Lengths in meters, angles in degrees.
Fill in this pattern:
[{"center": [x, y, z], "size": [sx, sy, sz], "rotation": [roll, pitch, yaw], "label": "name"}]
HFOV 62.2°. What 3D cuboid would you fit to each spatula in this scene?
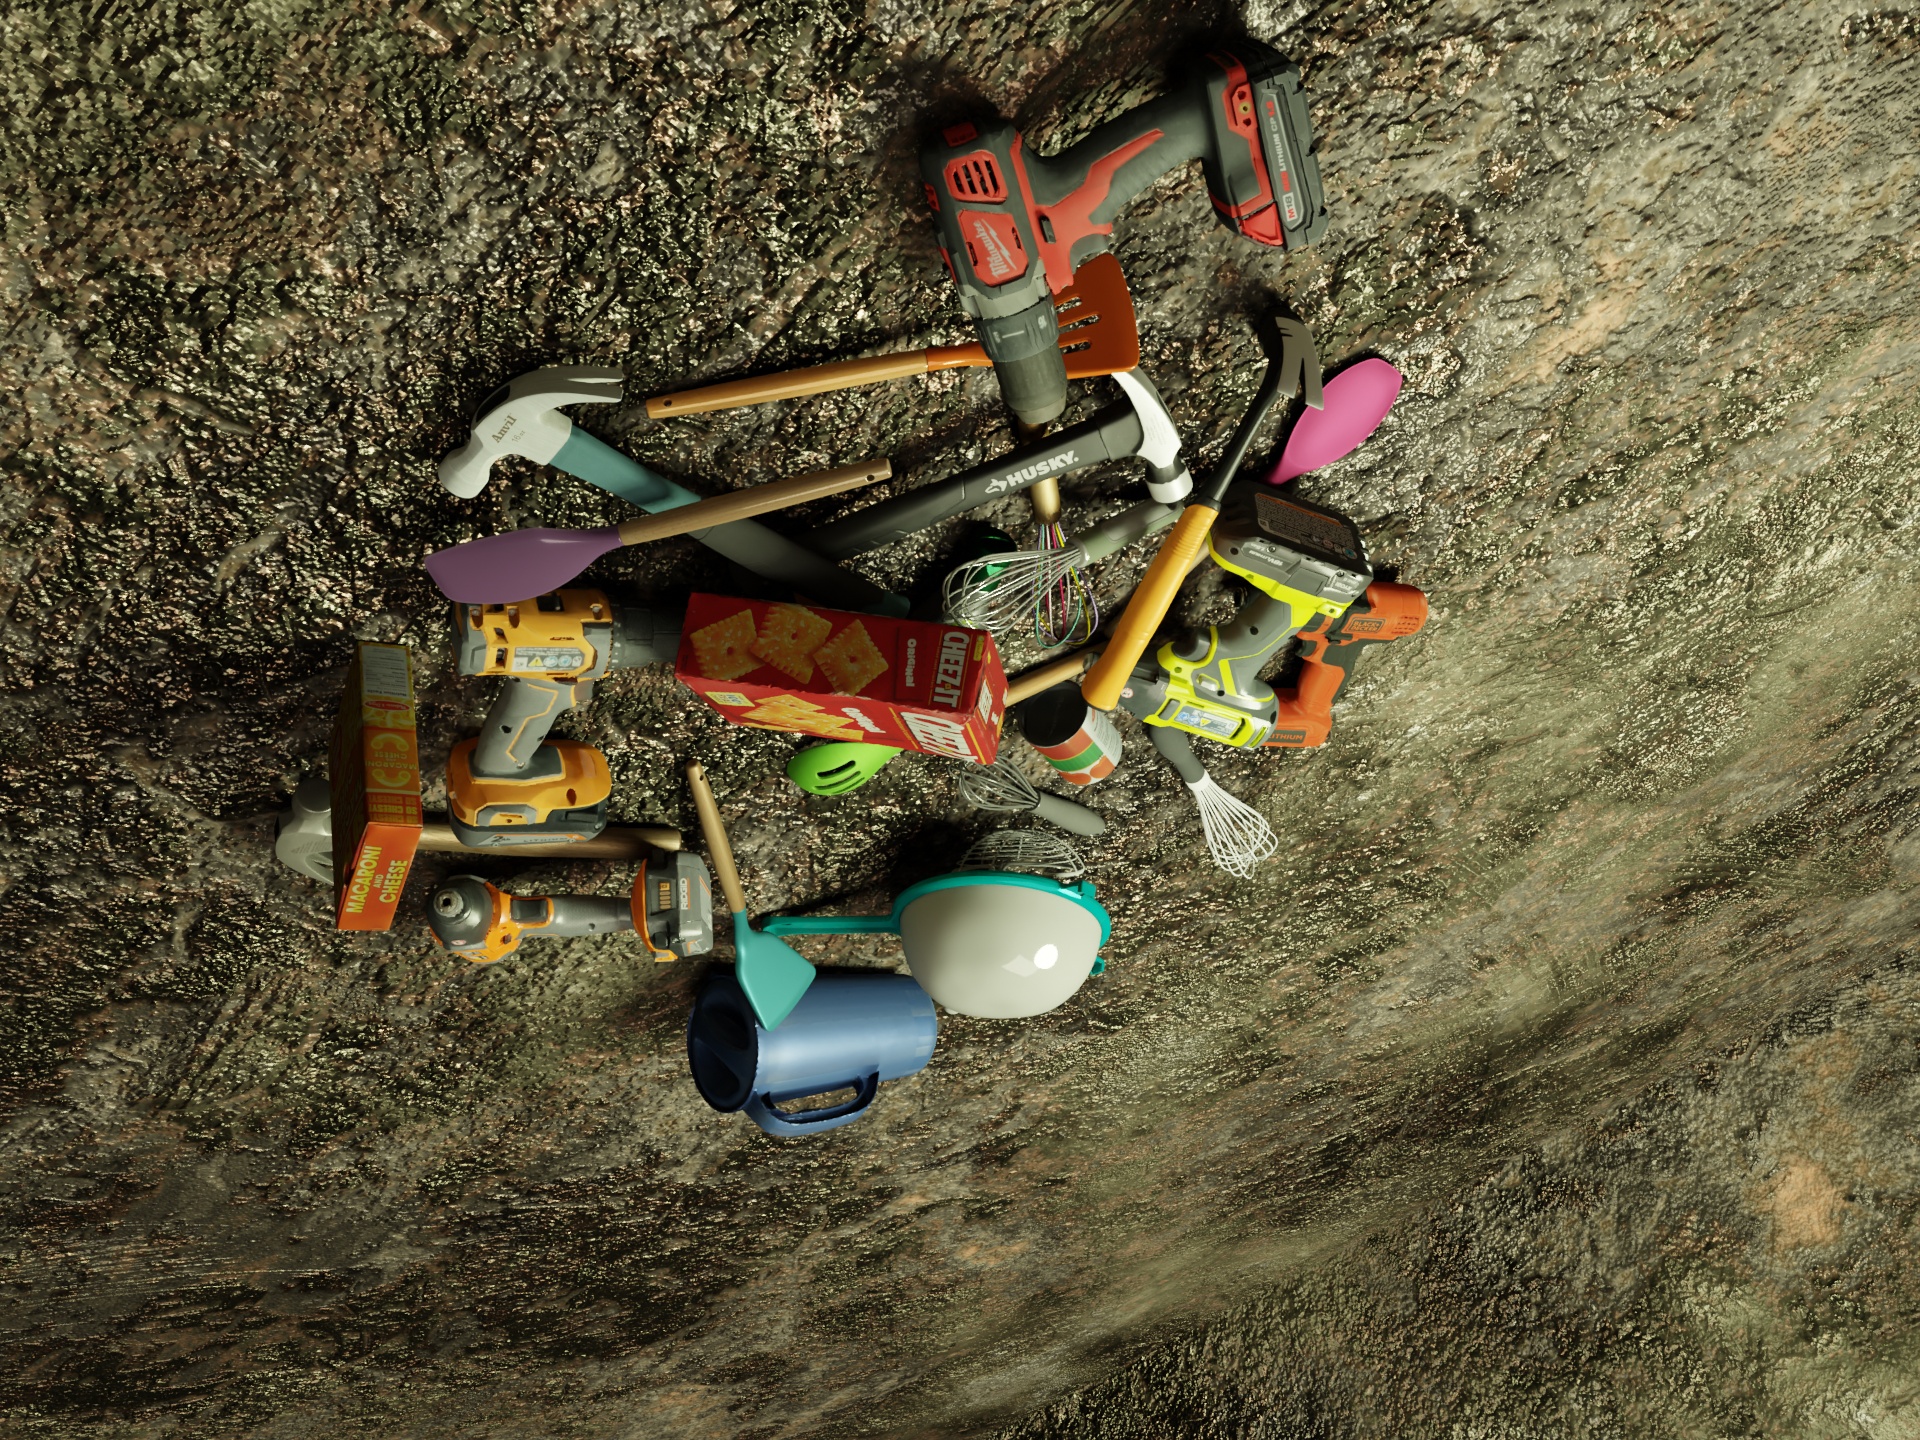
[{"center": [-0.198, -0.127, 1.048], "size": [0.316, 0.018, 0.059], "rotation": [-14, 138, 7], "label": "spatula"}, {"center": [-0.047, -0.236, 1.042], "size": [0.322, 0.081, 0.041], "rotation": [-11, 175, -4], "label": "spatula"}, {"center": [-0.197, 0.153, 1.435], "size": [0.082, 0.044, 0.317], "rotation": [-51, 146, -36], "label": "spatula"}]

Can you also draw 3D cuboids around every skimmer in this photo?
[{"center": [0.030, 0.225, 1.622], "size": [0.127, 0.090, 0.363], "rotation": [-2, 140, -16], "label": "skimmer"}]

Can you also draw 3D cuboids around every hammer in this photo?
[{"center": [-0.173, -0.135, 1.083], "size": [0.330, 0.033, 0.128], "rotation": [26, 127, -34], "label": "hammer"}, {"center": [-0.011, -0.163, 1.134], "size": [0.335, 0.035, 0.146], "rotation": [-20, 135, 11], "label": "hammer"}, {"center": [0.169, -0.133, 1.174], "size": [0.034, 0.127, 0.336], "rotation": [20, 126, -10], "label": "hammer"}, {"center": [-0.389, 0.098, 1.310], "size": [0.331, 0.031, 0.130], "rotation": [6, 147, -34], "label": "hammer"}]

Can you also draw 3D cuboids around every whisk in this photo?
[{"center": [0.080, -0.123, 1.180], "size": [0.246, 0.058, 0.059], "rotation": [-29, 170, -33], "label": "whisk"}, {"center": [0.243, 0.071, 1.561], "size": [0.070, 0.070, 0.284], "rotation": [-28, 137, 11], "label": "whisk"}, {"center": [0.070, 0.073, 1.490], "size": [0.055, 0.055, 0.238], "rotation": [-37, 144, 22], "label": "whisk"}, {"center": [0.065, -0.141, 1.221], "size": [0.051, 0.047, 0.244], "rotation": [-27, 140, -11], "label": "whisk"}]

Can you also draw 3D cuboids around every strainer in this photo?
[{"center": [-0.028, 0.229, 1.515], "size": [0.340, 0.095, 0.210], "rotation": [-1, 148, 8], "label": "strainer"}]

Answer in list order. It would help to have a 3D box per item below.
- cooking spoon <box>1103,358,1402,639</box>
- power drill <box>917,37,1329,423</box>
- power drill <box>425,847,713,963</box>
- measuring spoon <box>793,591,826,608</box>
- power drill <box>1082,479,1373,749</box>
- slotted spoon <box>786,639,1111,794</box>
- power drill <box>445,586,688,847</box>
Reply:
[{"center": [0.224, -0.170, 1.272], "size": [0.068, 0.017, 0.319], "rotation": [22, 127, -36], "label": "cooking spoon"}, {"center": [0.102, -0.296, 0.971], "size": [0.226, 0.080, 0.187], "rotation": [-19, 122, 2], "label": "power drill"}, {"center": [-0.328, 0.159, 1.330], "size": [0.226, 0.084, 0.164], "rotation": [-4, 165, -4], "label": "power drill"}, {"center": [-0.114, -0.085, 1.236], "size": [0.021, 0.011, 0.116], "rotation": [-18, 140, -2], "label": "measuring spoon"}, {"center": [0.215, -0.078, 1.292], "size": [0.171, 0.080, 0.223], "rotation": [17, 133, -15], "label": "power drill"}, {"center": [-0.002, -0.004, 1.373], "size": [0.314, 0.031, 0.070], "rotation": [-24, 143, 3], "label": "slotted spoon"}, {"center": [-0.293, -0.007, 1.197], "size": [0.185, 0.084, 0.226], "rotation": [-2, 135, -25], "label": "power drill"}]
